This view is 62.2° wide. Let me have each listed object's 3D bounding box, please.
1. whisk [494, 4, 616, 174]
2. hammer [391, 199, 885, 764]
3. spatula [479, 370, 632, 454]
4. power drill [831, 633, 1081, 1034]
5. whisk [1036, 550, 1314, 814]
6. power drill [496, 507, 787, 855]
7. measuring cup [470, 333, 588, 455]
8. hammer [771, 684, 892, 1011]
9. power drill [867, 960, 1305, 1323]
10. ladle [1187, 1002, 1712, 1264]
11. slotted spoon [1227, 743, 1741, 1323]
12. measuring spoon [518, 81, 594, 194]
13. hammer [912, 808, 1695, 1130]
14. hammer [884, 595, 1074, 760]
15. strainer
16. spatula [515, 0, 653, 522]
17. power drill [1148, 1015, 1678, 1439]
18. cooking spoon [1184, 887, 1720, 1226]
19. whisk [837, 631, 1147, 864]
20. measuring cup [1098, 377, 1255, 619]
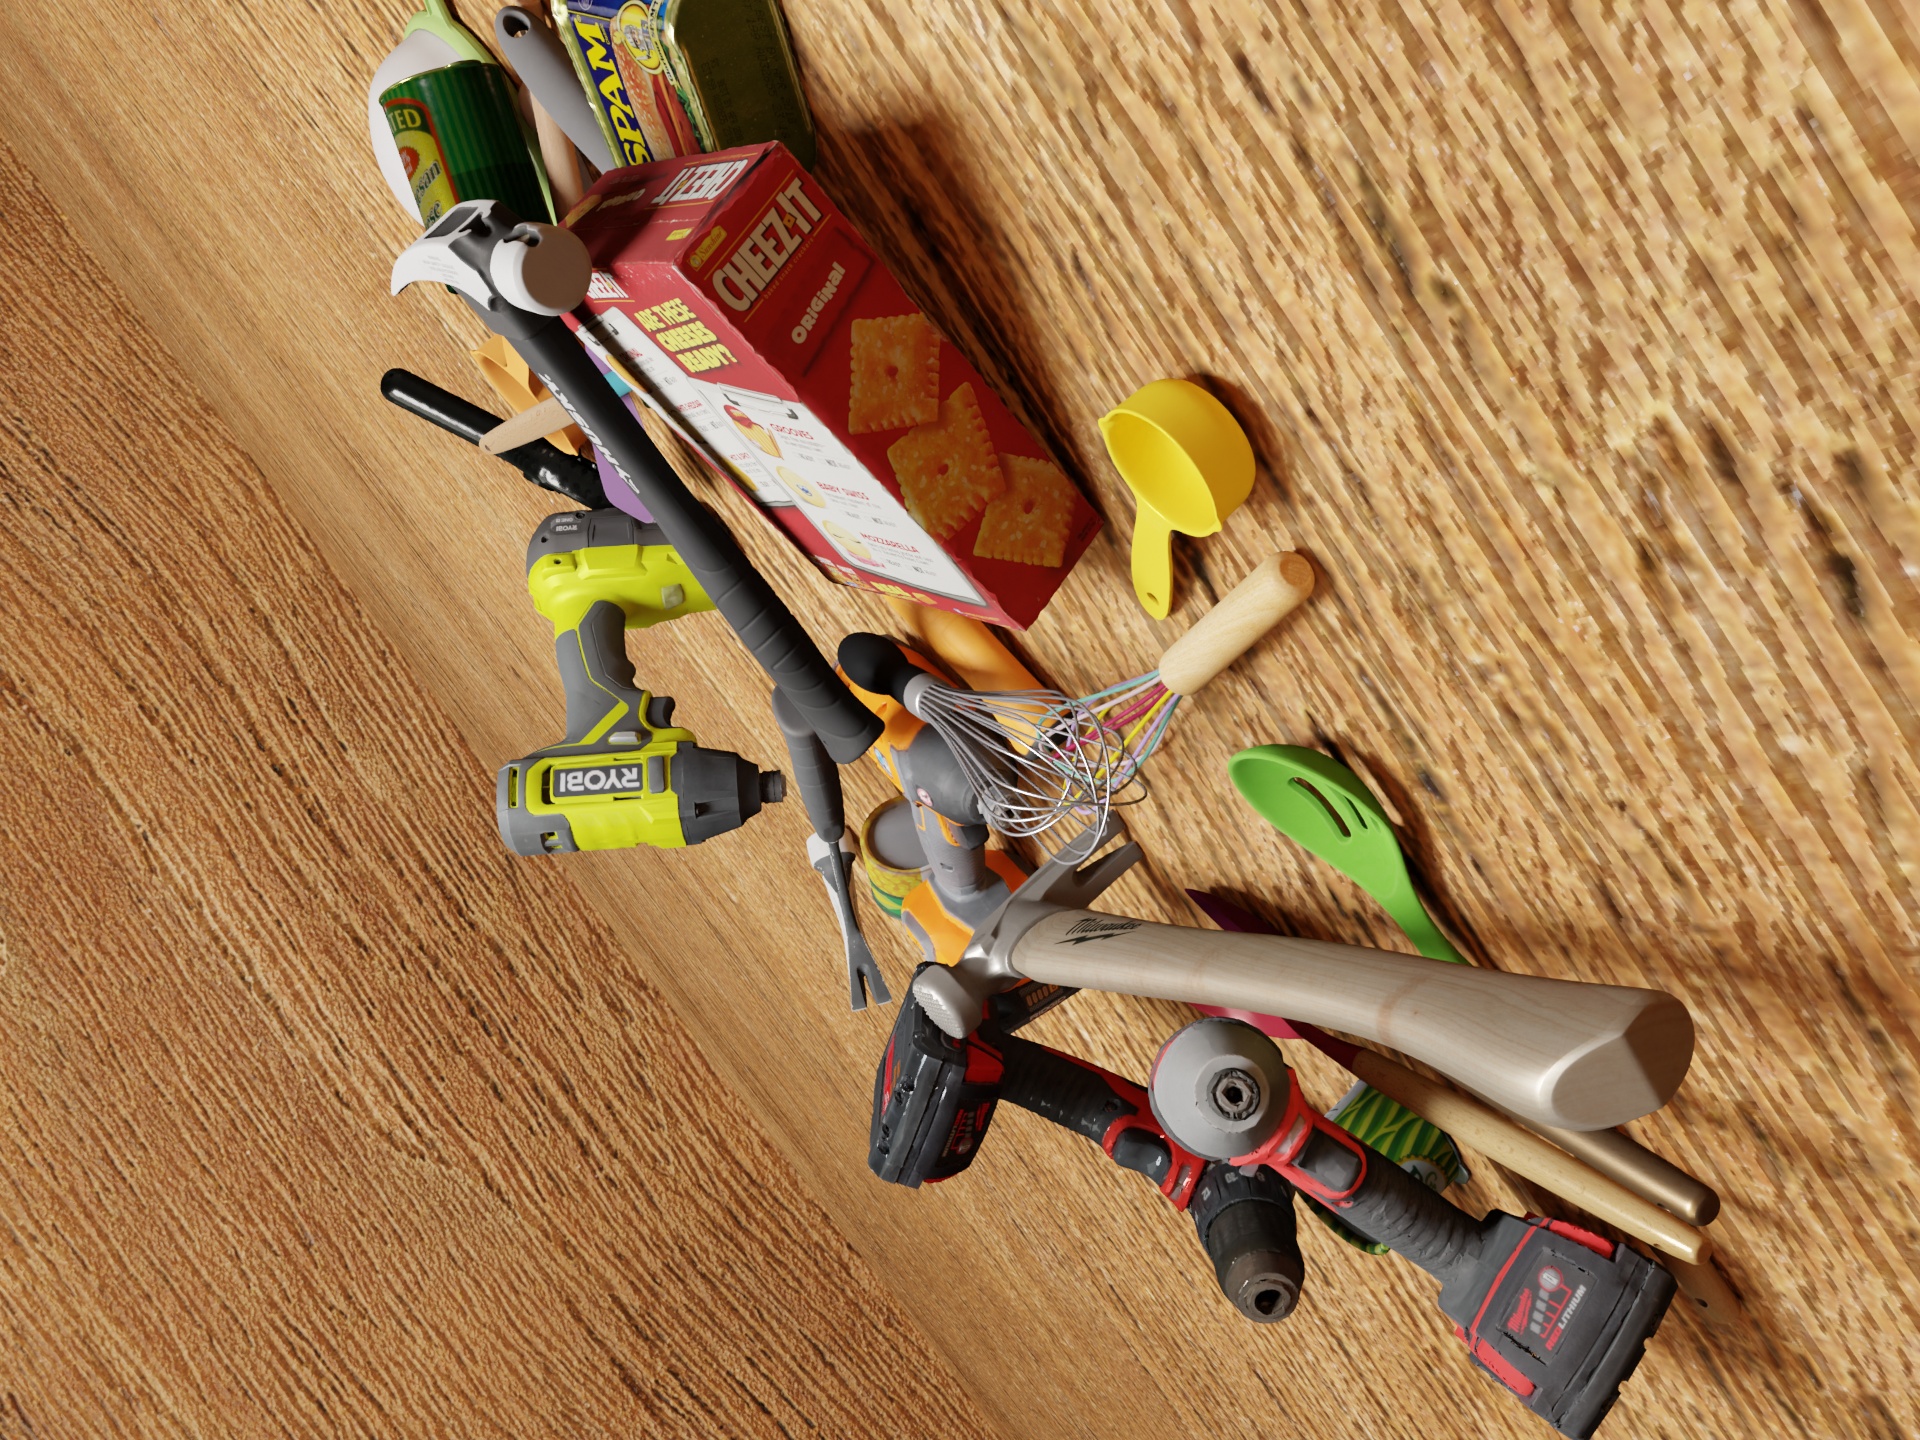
[{"bbox_3d":[-0.152,-0.251,0.771,0.239,0.055,0.055,52,159,3],"label":"whisk"},{"bbox_3d":[-0.128,-0.091,0.722,0.146,0.035,0.334,25,158,45],"label":"hammer"},{"bbox_3d":[-0.226,-0.181,0.918,0.317,0.044,0.082,-3,130,54],"label":"spatula"},{"bbox_3d":[0.006,0.075,0.913,0.164,0.084,0.226,42,157,50],"label":"power drill"},{"bbox_3d":[0.087,-0.017,0.687,0.051,0.047,0.245,51,154,5],"label":"whisk"},{"bbox_3d":[-0.201,-0.025,1.016,0.080,0.171,0.223,94,170,-60],"label":"power drill"},{"bbox_3d":[-0.258,-0.229,0.996,0.095,0.052,0.173,44,166,-3],"label":"measuring cup"},{"bbox_3d":[-0.086,0.078,1.054,0.408,0.036,0.149,89,165,-66],"label":"hammer"},{"bbox_3d":[0.071,0.222,0.836,0.226,0.080,0.188,18,-163,-6],"label":"power drill"},{"bbox_3d":[0.201,0.167,0.725,0.069,0.031,0.316,41,170,-30],"label":"ladle"},{"bbox_3d":[0.221,0.126,0.656,0.314,0.031,0.070,51,160,-3],"label":"slotted spoon"},{"bbox_3d":[-0.213,-0.292,0.875,0.034,0.018,0.124,29,149,44],"label":"measuring spoon"},{"bbox_3d":[0.122,0.097,0.653,0.038,0.146,0.411,56,157,-14],"label":"hammer"},{"bbox_3d":[-0.060,-0.113,0.834,0.337,0.034,0.127,47,160,11],"label":"hammer"},{"bbox_3d":[-0.270,-0.284,0.936,0.256,0.069,0.151,56,158,-7],"label":"strainer"},{"bbox_3d":[-0.208,-0.242,0.892,0.060,0.018,0.315,29,142,28],"label":"spatula"},{"bbox_3d":[0.181,0.206,0.690,0.220,0.078,0.143,33,173,10],"label":"power drill"},{"bbox_3d":[0.190,0.131,0.680,0.068,0.017,0.319,45,173,-27],"label":"cooking spoon"},{"bbox_3d":[-0.001,-0.001,0.761,0.285,0.070,0.070,31,152,60],"label":"whisk"},{"bbox_3d":[0.084,-0.080,0.618,0.062,0.029,0.156,45,170,17],"label":"measuring cup"}]
